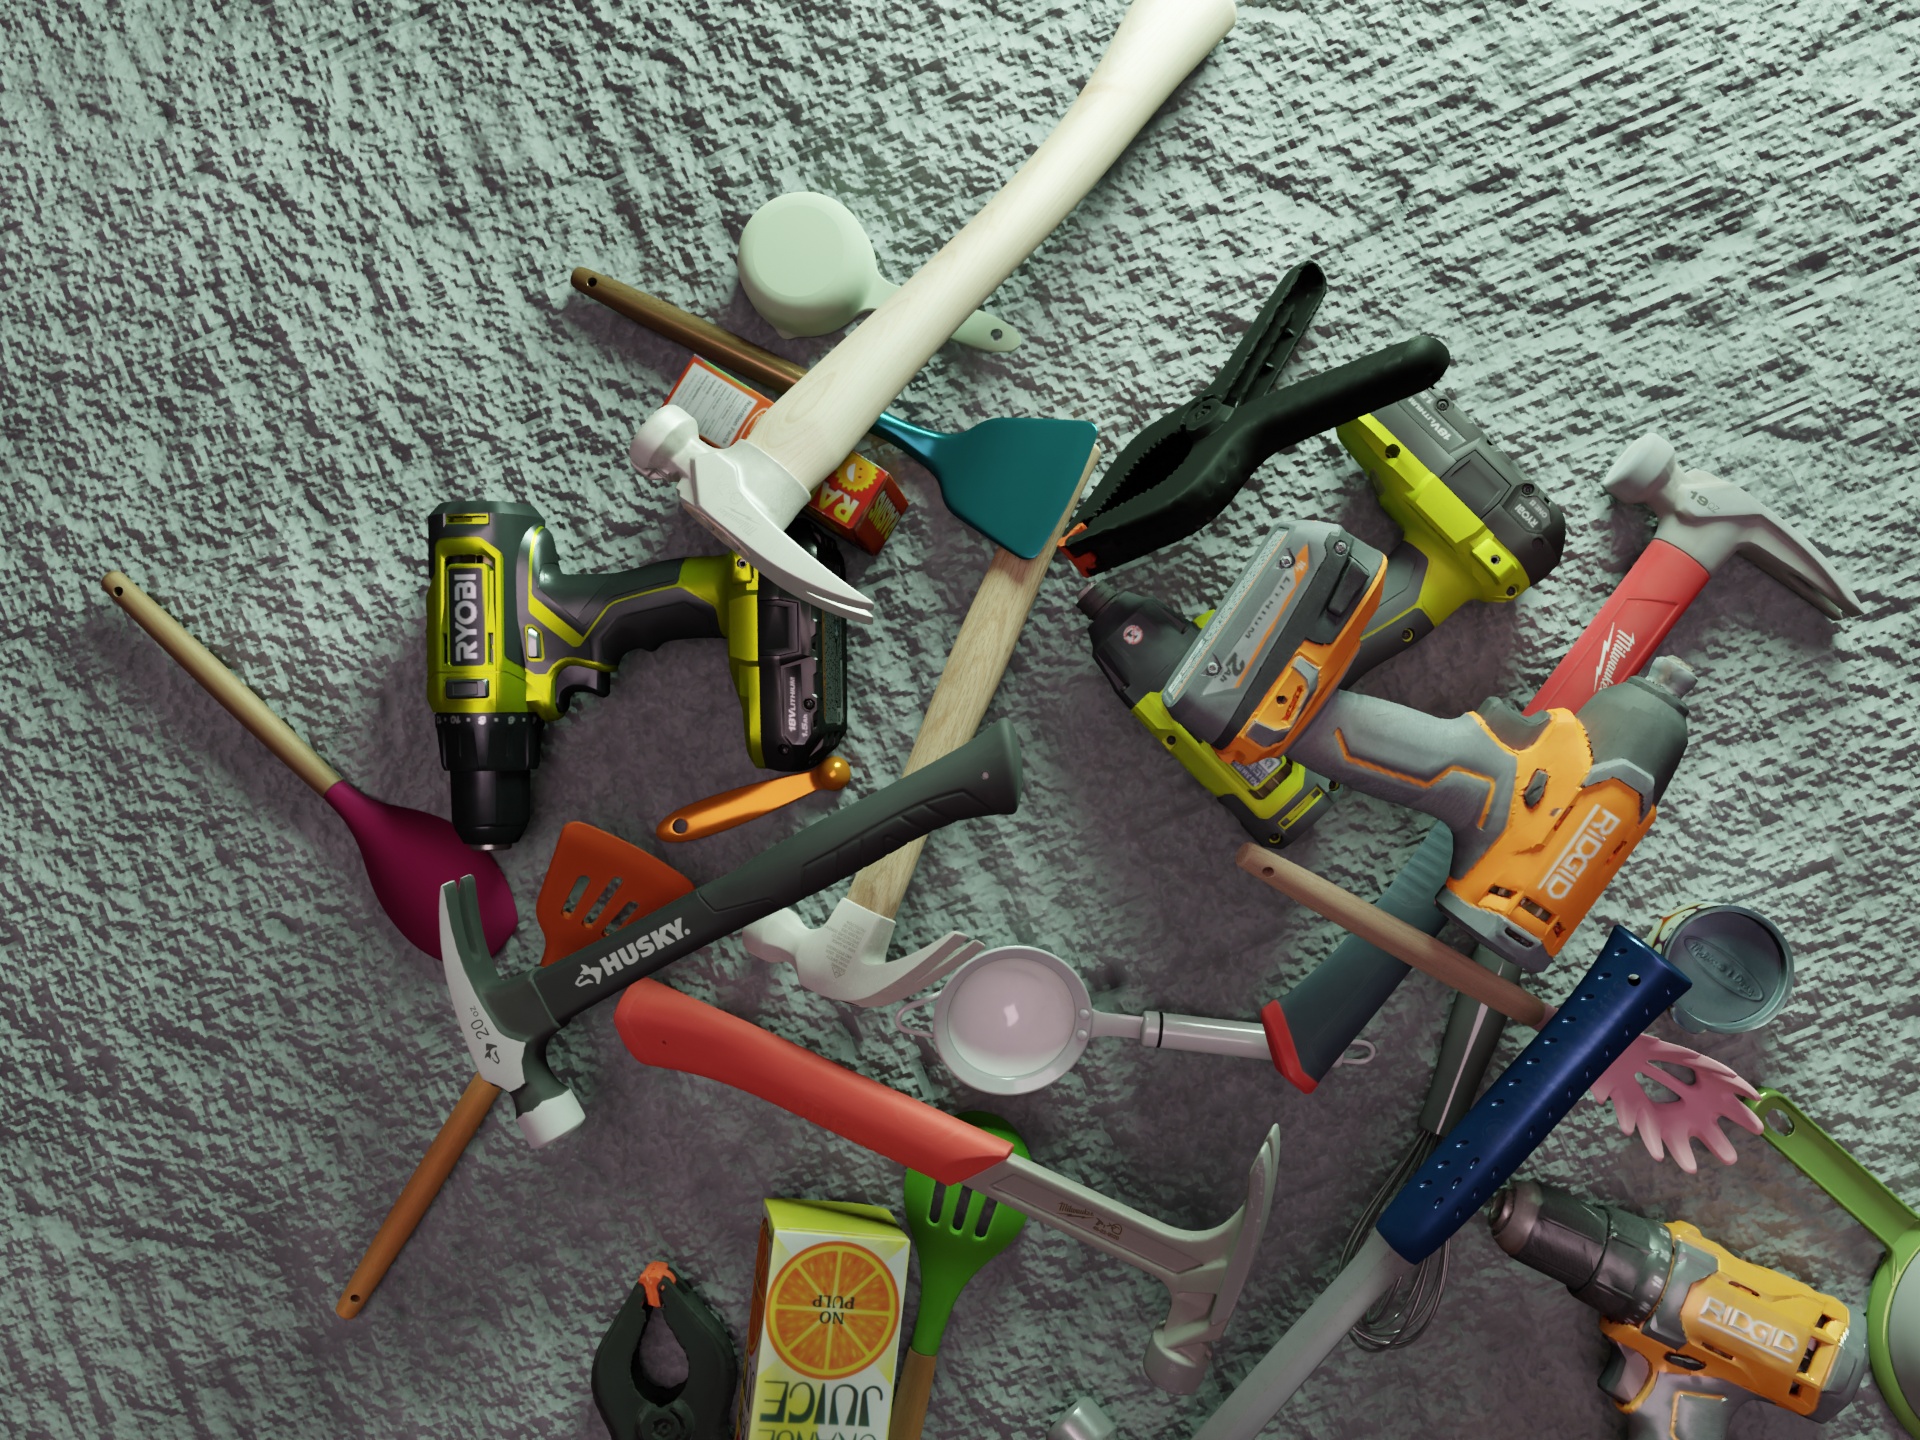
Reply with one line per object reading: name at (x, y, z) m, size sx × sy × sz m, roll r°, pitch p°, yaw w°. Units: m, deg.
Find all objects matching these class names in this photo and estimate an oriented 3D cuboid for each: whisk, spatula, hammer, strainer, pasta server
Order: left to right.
spatula at (-0.263, 0.202, 0.886) m, size 0.081 × 0.041 × 0.322 m, roll 31°, pitch 93°, yaw -15°
hammer at (-0.116, 0.087, 0.819) m, size 0.335 × 0.035 × 0.146 m, roll -28°, pitch 90°, yaw 10°
spatula at (-0.080, -0.186, 0.881) m, size 0.317 × 0.044 × 0.082 m, roll 26°, pitch 88°, yaw 7°
hammer at (-0.020, 0.207, 0.824) m, size 0.359 × 0.037 × 0.149 m, roll 21°, pitch 110°, yaw 18°
hammer at (-0.001, -0.003, 0.857) m, size 0.130 × 0.031 × 0.331 m, roll 21°, pitch 84°, yaw 35°
hammer at (0.019, -0.236, 0.825) m, size 0.146 × 0.038 × 0.411 m, roll 39°, pitch 77°, yaw 6°
strainer at (0.094, 0.165, 0.855) m, size 0.258 × 0.050 × 0.087 m, roll 7°, pitch 105°, yaw 0°
hammer at (0.214, 0.272, 0.789) m, size 0.144 × 0.035 × 0.405 m, roll 42°, pitch 103°, yaw 24°
whisk at (0.253, 0.216, 0.835) m, size 0.055 × 0.055 × 0.239 m, roll 20°, pitch 86°, yaw 6°
pasta server at (0.270, 0.139, 0.795) m, size 0.316 × 0.040 × 0.060 m, roll 29°, pitch 107°, yaw -15°
hammer at (0.299, 0.043, 0.828) m, size 0.143 × 0.038 × 0.386 m, roll 38°, pitch 88°, yaw 4°
strainer at (0.505, 0.281, 0.796) m, size 0.256 × 0.069 × 0.151 m, roll 42°, pitch 92°, yaw 4°

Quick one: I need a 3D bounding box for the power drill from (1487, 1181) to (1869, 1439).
power drill at (0.328, 0.361, 0.808) m, size 0.185 × 0.084 × 0.226 m, roll 25°, pitch 86°, yaw 6°

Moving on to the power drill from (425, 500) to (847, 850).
power drill at (-0.181, -0.025, 0.870) m, size 0.228 × 0.080 × 0.190 m, roll -1°, pitch 90°, yaw 8°

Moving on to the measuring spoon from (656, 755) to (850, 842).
measuring spoon at (-0.117, 0.045, 0.892) m, size 0.117 × 0.011 × 0.021 m, roll -19°, pitch 86°, yaw 4°

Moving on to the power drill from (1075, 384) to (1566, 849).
power drill at (0.185, -0.067, 0.837) m, size 0.223 × 0.080 × 0.171 m, roll -44°, pitch 86°, yaw 6°

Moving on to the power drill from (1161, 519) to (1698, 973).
power drill at (0.230, -0.004, 0.761) m, size 0.226 × 0.084 × 0.164 m, roll 33°, pitch 98°, yaw -2°

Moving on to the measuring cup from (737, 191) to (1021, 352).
measuring cup at (-0.046, -0.240, 0.881) m, size 0.167 × 0.038 × 0.083 m, roll 21°, pitch 90°, yaw 8°

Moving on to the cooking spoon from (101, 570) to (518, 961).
cooking spoon at (-0.379, 0.023, 0.915) m, size 0.319 × 0.017 × 0.069 m, roll 42°, pitch 91°, yaw 5°

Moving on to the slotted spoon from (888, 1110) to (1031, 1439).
slotted spoon at (-0.024, 0.368, 0.866) m, size 0.070 × 0.031 × 0.314 m, roll 14°, pitch 91°, yaw 7°
